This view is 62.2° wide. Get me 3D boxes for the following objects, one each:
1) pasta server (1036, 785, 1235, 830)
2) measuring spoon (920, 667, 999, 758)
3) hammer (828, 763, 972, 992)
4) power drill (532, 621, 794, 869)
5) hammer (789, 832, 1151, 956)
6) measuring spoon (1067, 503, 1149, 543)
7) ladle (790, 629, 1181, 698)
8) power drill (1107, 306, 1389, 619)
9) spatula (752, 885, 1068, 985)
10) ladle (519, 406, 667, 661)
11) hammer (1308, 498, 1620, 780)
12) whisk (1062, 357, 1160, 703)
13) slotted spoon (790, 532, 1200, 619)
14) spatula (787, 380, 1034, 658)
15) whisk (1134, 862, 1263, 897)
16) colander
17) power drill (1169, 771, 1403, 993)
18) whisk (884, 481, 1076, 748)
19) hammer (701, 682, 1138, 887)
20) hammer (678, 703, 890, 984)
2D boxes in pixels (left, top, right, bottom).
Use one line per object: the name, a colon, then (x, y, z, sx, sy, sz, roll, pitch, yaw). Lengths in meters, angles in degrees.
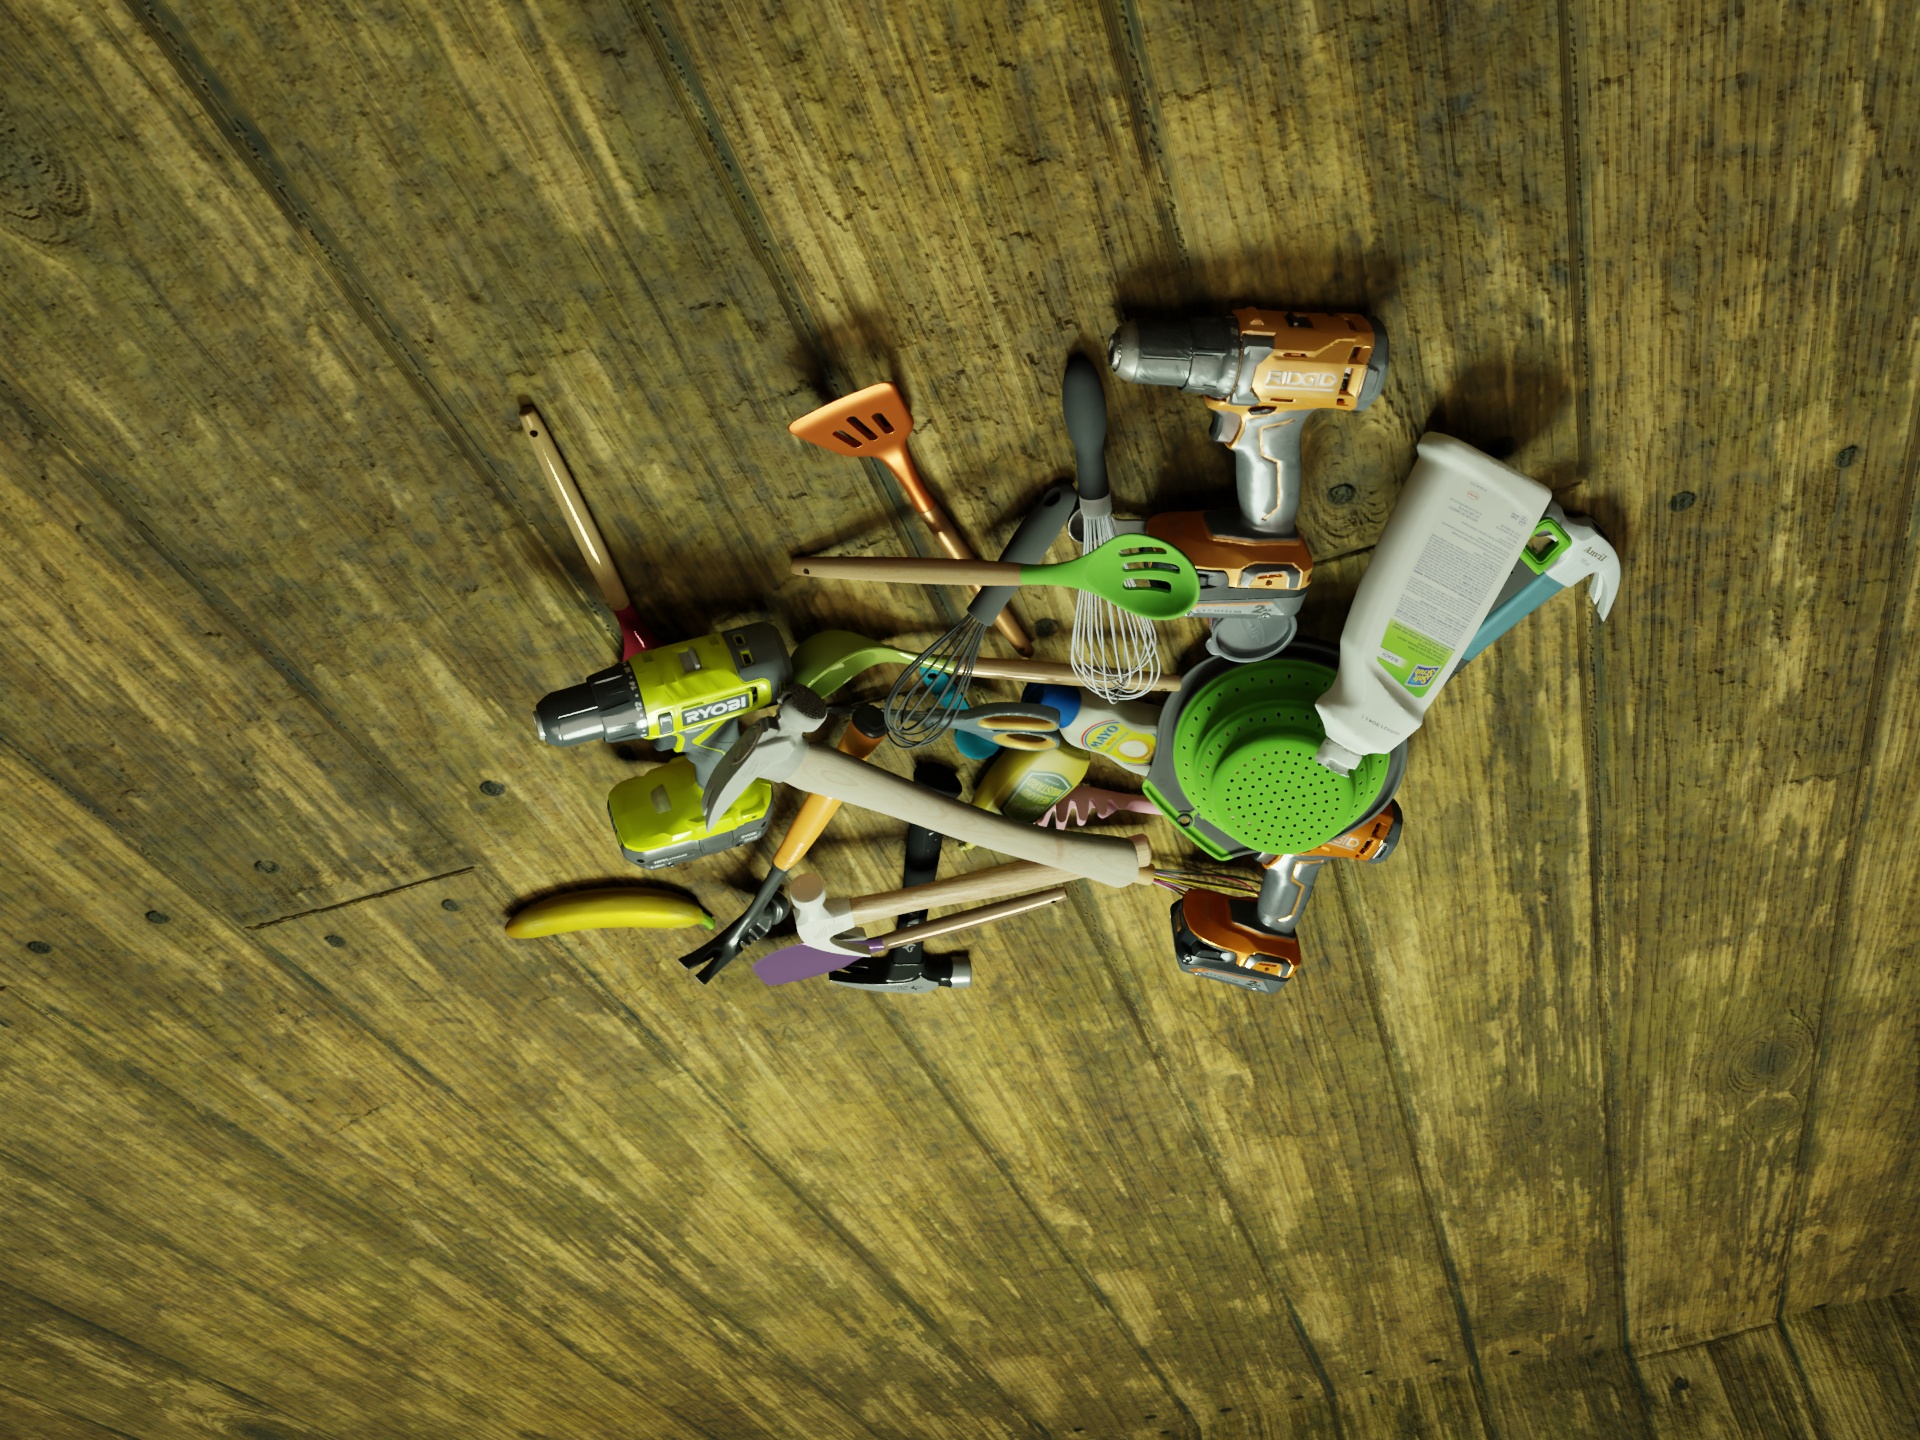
pasta server: (0.217, 0.089, 1.461, 0.316, 0.040, 0.060, 6, 166, -16)
measuring spoon: (-0.002, -0.004, 1.339, 0.042, 0.021, 0.128, -21, 138, 16)
hammer: (-0.046, 0.158, 1.509, 0.146, 0.035, 0.334, 0, 138, -8)
power drill: (-0.230, 0.024, 1.256, 0.190, 0.080, 0.228, -17, 149, -17)
hammer: (0.013, 0.153, 1.457, 0.331, 0.031, 0.130, -11, 146, -6)
measuring spoon: (0.136, -0.147, 1.204, 0.124, 0.018, 0.034, 4, 127, -22)
ladle: (0.020, -0.031, 1.270, 0.320, 0.062, 0.078, 4, 164, -8)
power drill: (0.182, -0.182, 1.113, 0.185, 0.084, 0.226, 1, 131, -9)
spatula: (-0.050, 0.204, 1.520, 0.316, 0.018, 0.059, -16, 138, 10)
ladle: (-0.262, -0.107, 1.190, 0.069, 0.031, 0.315, -13, 137, 4)
hammer: (0.406, -0.051, 1.330, 0.128, 0.033, 0.331, 22, 132, -27)
whisk: (0.101, -0.131, 1.161, 0.070, 0.070, 0.284, -9, 125, 3)
slotted spoon: (0.021, -0.109, 1.151, 0.314, 0.031, 0.070, 4, 128, 19)
spatula: (-0.015, -0.137, 1.174, 0.081, 0.041, 0.322, -20, 138, 17)
whisk: (0.201, 0.154, 1.533, 0.245, 0.047, 0.051, 14, 123, -16)
colander: (0.313, -0.009, 1.248, 0.204, 0.095, 0.397, 42, 117, -12)
power drill: (0.274, 0.138, 1.441, 0.164, 0.084, 0.226, 16, 127, -13)
whisk: (0.016, -0.077, 1.193, 0.055, 0.055, 0.239, 26, 107, -31)
hammer: (-0.014, 0.085, 1.324, 0.410, 0.038, 0.146, 21, 126, -35)
hammer: (-0.144, 0.105, 1.377, 0.034, 0.127, 0.336, 42, 132, 9)
